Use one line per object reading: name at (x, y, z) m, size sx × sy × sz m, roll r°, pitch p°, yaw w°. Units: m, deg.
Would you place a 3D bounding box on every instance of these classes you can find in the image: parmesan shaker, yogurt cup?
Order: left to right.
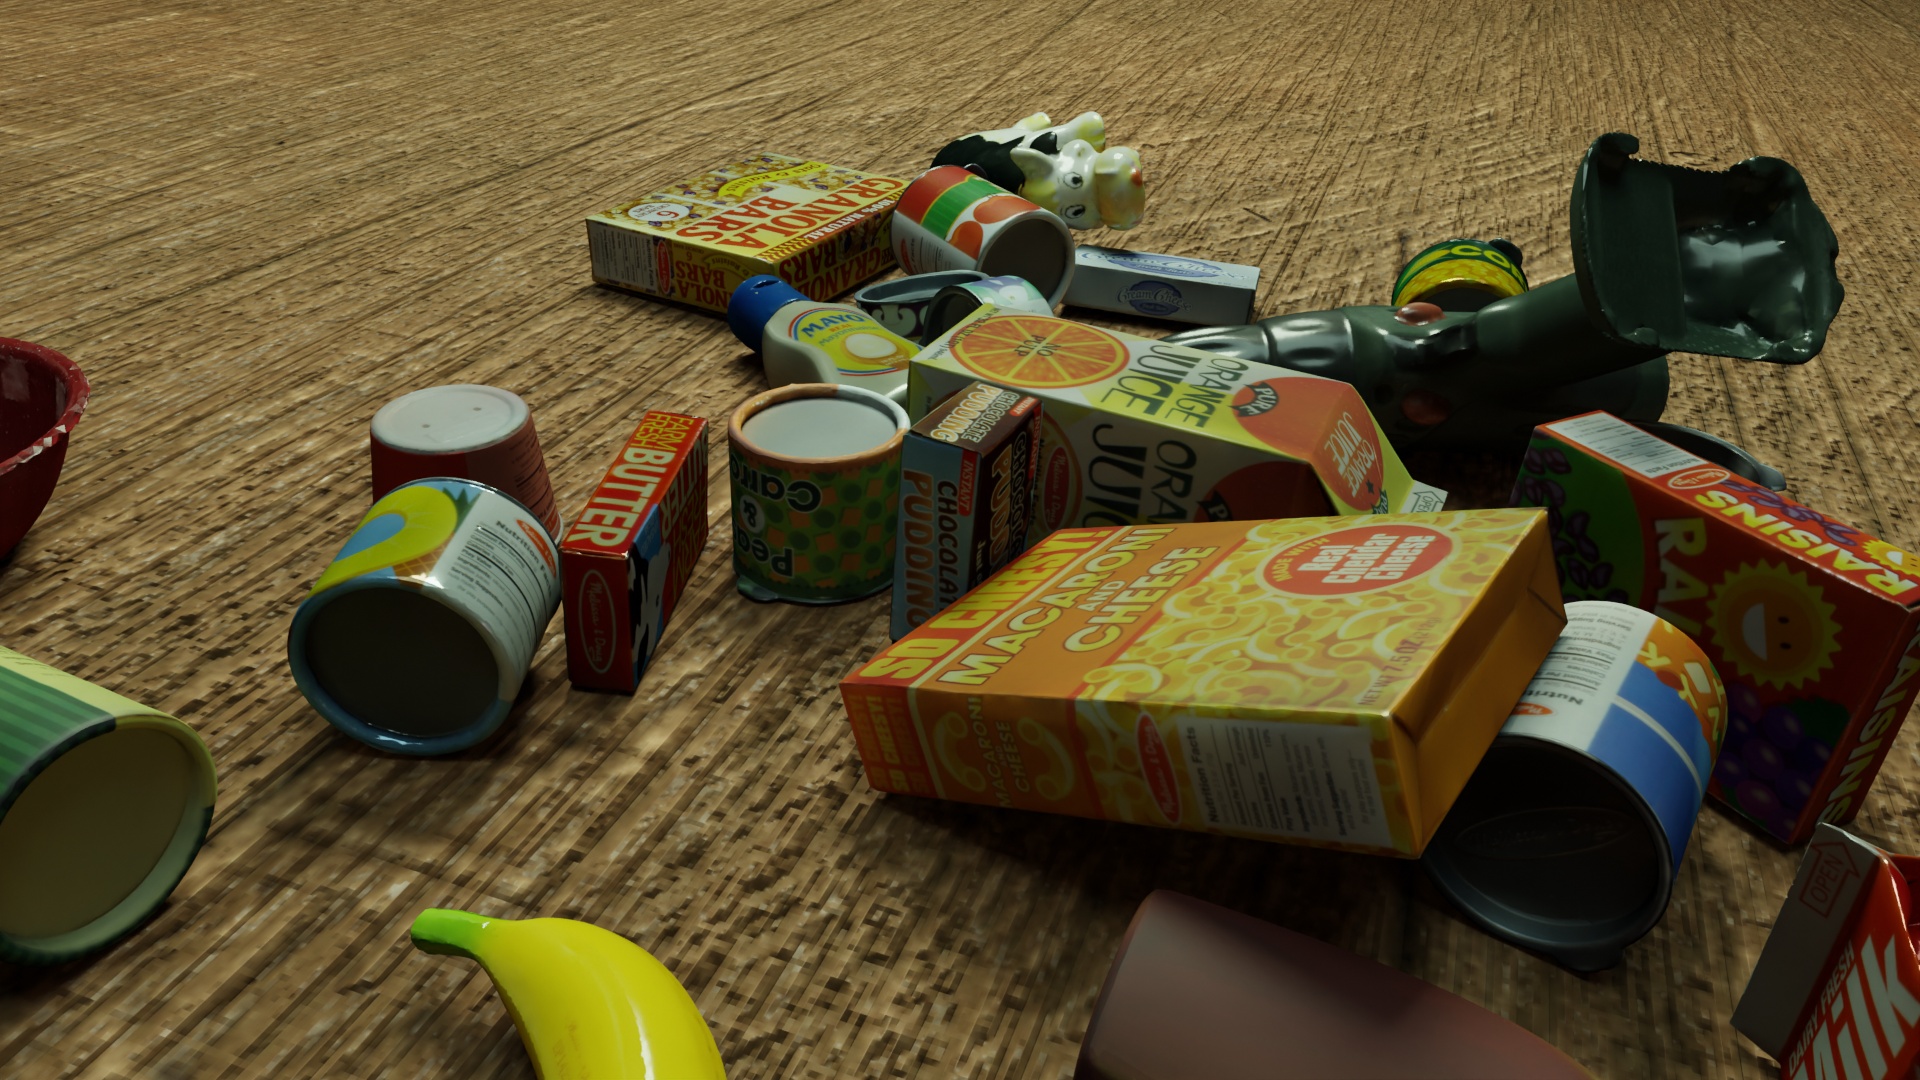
parmesan shaker at (-0.255, 0.058, 0.351) m, size 0.103 × 0.071 × 0.072 m, roll 16°, pitch 33°, yaw 19°
yogurt cup at (-0.183, -0.022, 0.509) m, size 0.072 × 0.053 × 0.073 m, roll 3°, pitch 32°, yaw -1°

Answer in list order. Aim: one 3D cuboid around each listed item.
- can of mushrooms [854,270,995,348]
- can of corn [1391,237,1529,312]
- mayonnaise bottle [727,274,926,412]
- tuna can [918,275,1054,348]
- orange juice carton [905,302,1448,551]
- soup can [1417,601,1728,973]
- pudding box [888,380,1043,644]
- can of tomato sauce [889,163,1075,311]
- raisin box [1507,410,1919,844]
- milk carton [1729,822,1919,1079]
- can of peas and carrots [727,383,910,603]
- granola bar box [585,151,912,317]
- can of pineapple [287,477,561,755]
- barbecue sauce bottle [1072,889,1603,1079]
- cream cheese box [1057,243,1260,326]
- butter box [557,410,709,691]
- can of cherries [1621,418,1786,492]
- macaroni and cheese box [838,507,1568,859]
can of mushrooms at (-0.014, -0.108, 0.674) m, size 0.071 × 0.033 × 0.071 m, roll -7°, pitch 20°, yaw 3°
can of corn at (0.245, -0.108, 0.677) m, size 0.071 × 0.070 × 0.058 m, roll 11°, pitch 32°, yaw 13°
mayonnaise bottle at (-0.056, -0.081, 0.630) m, size 0.065 × 0.041 × 0.148 m, roll -21°, pitch 39°, yaw -30°
tuna can at (0.013, -0.083, 0.619) m, size 0.033 × 0.070 × 0.071 m, roll -16°, pitch 36°, yaw -30°
orange juice carton at (0.080, -0.027, 0.522) m, size 0.193 × 0.072 × 0.072 m, roll 16°, pitch 33°, yaw 20°
soup can at (0.172, 0.065, 0.388) m, size 0.071 × 0.071 × 0.084 m, roll 22°, pitch 35°, yaw 28°
pudding box at (0.002, -0.006, 0.471) m, size 0.030 × 0.083 × 0.050 m, roll 18°, pitch 33°, yaw 20°
can of tomato sauce at (0.013, -0.157, 0.739) m, size 0.071 × 0.070 × 0.083 m, roll -16°, pitch 36°, yaw -29°
raisin box at (0.231, 0.023, 0.440) m, size 0.040 × 0.085 × 0.124 m, roll -10°, pitch 33°, yaw -30°
milk carton at (0.245, 0.136, 0.265) m, size 0.074 × 0.072 × 0.191 m, roll -16°, pitch 35°, yaw -28°
can of peas and carrots at (-0.053, -0.018, 0.509) m, size 0.071 × 0.058 × 0.071 m, roll 2°, pitch 30°, yaw -1°
granola bar box at (-0.107, -0.173, 0.783) m, size 0.124 × 0.038 × 0.166 m, roll 17°, pitch 33°, yaw 23°
can of pineapple at (-0.162, 0.024, 0.424) m, size 0.071 × 0.070 × 0.058 m, roll 2°, pitch 31°, yaw -1°
barbecue sauce bottle at (0.102, 0.126, 0.298) m, size 0.148 × 0.043 × 0.065 m, roll 15°, pitch 33°, yaw 18°
cream cheese box at (0.109, -0.139, 0.756) m, size 0.104 × 0.024 × 0.053 m, roll 10°, pitch 24°, yaw 11°
butter box at (-0.110, 0.000, 0.479) m, size 0.024 × 0.052 × 0.104 m, roll 6°, pitch 31°, yaw 2°
can of cherries at (0.259, -0.005, 0.517) m, size 0.071 × 0.058 × 0.072 m, roll 3°, pitch 30°, yaw -1°
macaroni and cheese box at (0.067, 0.034, 0.395) m, size 0.166 × 0.040 × 0.124 m, roll -2°, pitch 21°, yaw 40°
